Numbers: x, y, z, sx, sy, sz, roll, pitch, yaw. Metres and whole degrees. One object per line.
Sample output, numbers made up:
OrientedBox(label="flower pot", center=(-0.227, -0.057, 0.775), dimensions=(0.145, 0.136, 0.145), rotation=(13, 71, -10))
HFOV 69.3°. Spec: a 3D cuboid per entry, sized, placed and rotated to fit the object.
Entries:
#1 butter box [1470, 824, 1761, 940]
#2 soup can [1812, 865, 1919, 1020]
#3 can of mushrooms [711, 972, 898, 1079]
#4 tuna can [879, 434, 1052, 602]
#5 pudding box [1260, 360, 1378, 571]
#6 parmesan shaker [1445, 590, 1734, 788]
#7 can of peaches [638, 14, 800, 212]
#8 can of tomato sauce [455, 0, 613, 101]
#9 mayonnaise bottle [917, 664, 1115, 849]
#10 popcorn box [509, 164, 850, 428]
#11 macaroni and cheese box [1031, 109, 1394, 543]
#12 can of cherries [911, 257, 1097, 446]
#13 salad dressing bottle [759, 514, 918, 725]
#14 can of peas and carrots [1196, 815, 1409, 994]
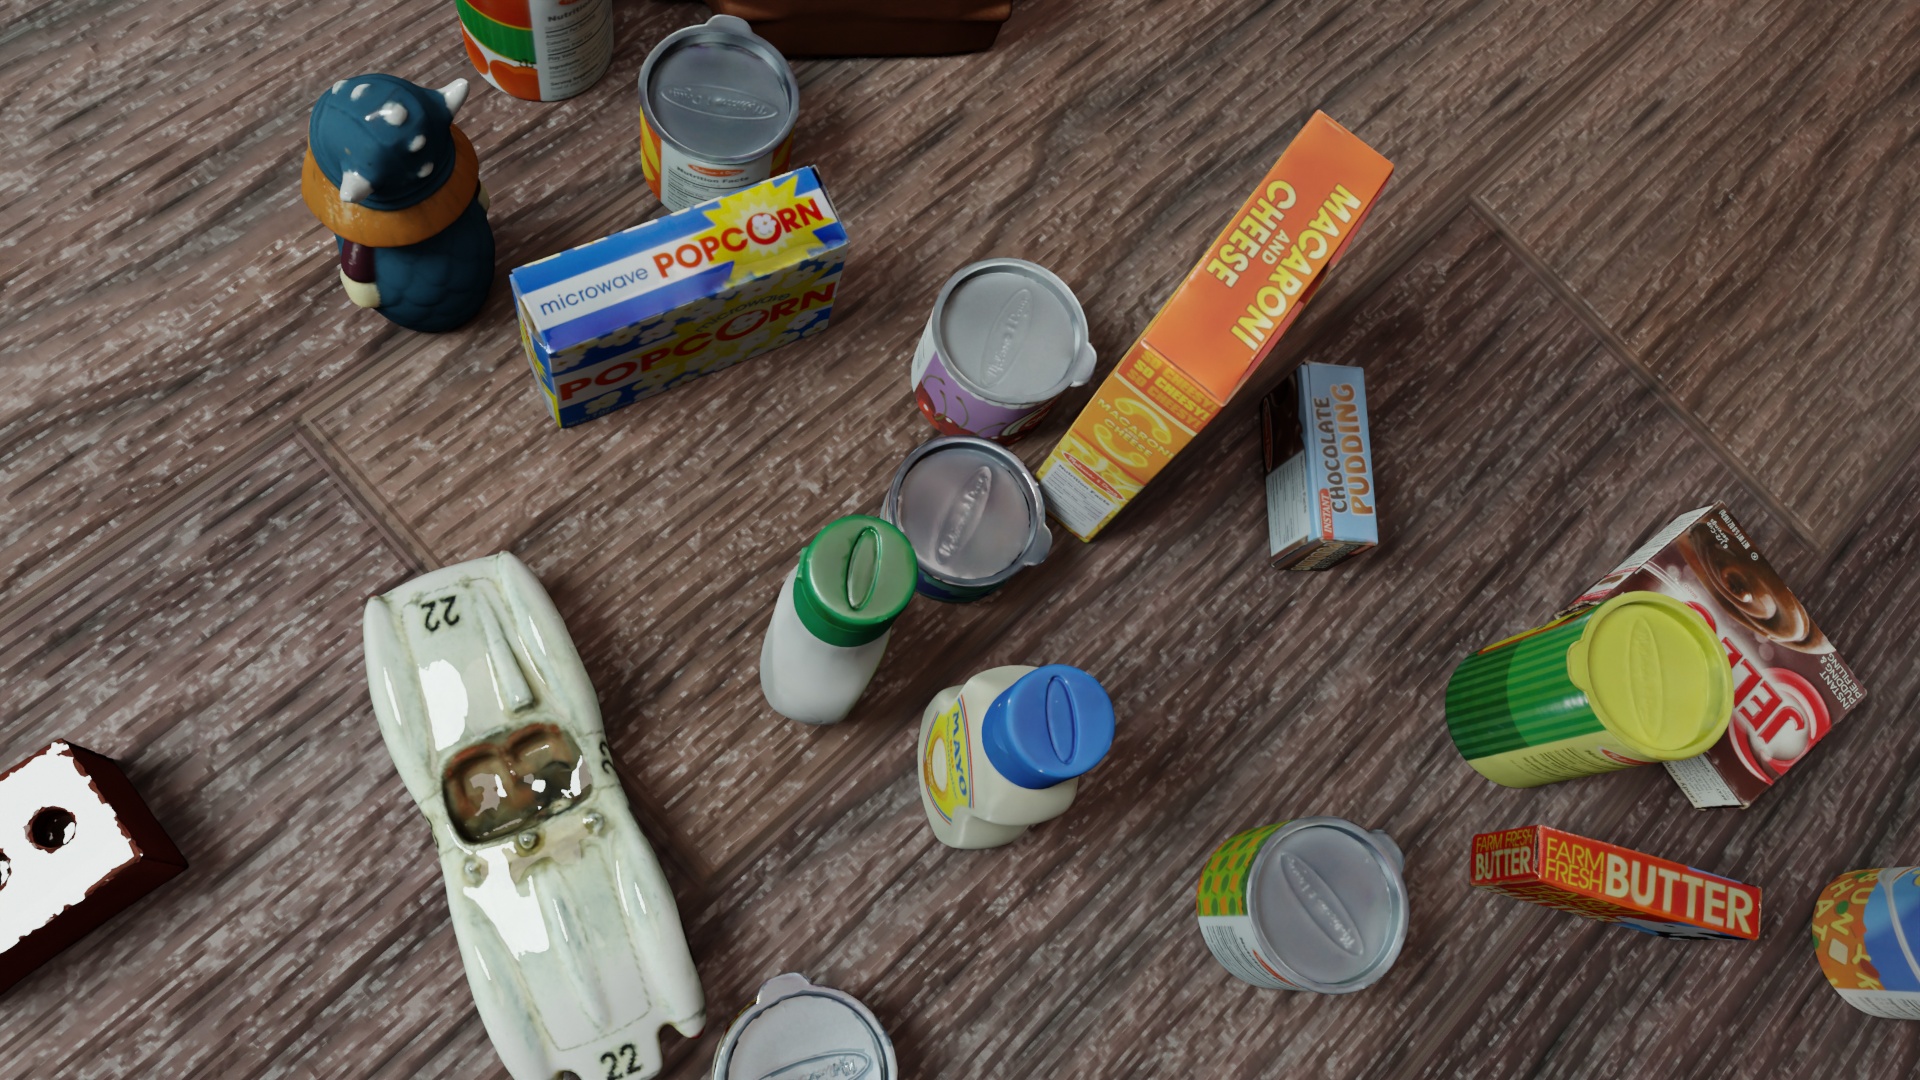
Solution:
OrientedBox(label="butter box", center=(0.275, 0.146, 0.587), dimensions=(0.103, 0.053, 0.024), rotation=(16, 71, -7))
OrientedBox(label="soup can", center=(0.425, 0.170, 0.596), dimensions=(0.071, 0.083, 0.071), rotation=(3, 73, -11))
OrientedBox(label="can of mushrooms", center=(-0.058, 0.195, 0.511), dimensions=(0.071, 0.033, 0.071), rotation=(3, 73, -11))
OrientedBox(label="tuna can", center=(0.002, -0.007, 0.585), dimensions=(0.071, 0.032, 0.071), rotation=(3, 73, -11))
OrientedBox(label="pudding box", center=(0.158, -0.032, 0.617), dimensions=(0.030, 0.049, 0.084), rotation=(3, 73, -11))
OrientedBox(label="parmesan shaker", center=(0.255, 0.065, 0.581), dimensions=(0.071, 0.102, 0.071), rotation=(3, 73, -11))
OrientedBox(label="can of peaches", center=(-0.105, -0.180, 0.601), dimensions=(0.071, 0.058, 0.071), rotation=(3, 73, -11))
OrientedBox(label="can of tomato sauce", center=(-0.183, -0.239, 0.589), dimensions=(0.071, 0.083, 0.071), rotation=(3, 73, -11))
OrientedBox(label="mayonnaise bottle", center=(0.017, 0.075, 0.503), dimensions=(0.041, 0.147, 0.065), rotation=(-3, 75, -13))
OrientedBox(label="popcorn box", center=(-0.112, -0.096, 0.560), dimensions=(0.127, 0.085, 0.038), rotation=(-25, 80, -18))
OrientedBox(label="macaroni and cheese box", center=(0.093, -0.077, 0.555), dimensions=(0.040, 0.166, 0.124), rotation=(38, 70, 1))
OrientedBox(label="can of cherries", center=(0.017, -0.077, 0.596), dimensions=(0.071, 0.058, 0.071), rotation=(3, 73, -11))
OrientedBox(label="salad dressing bottle", center=(-0.046, 0.029, 0.503), dimensions=(0.044, 0.147, 0.064), rotation=(13, 72, -8))
OrientedBox(label="can of peas and carrots", center=(0.136, 0.144, 0.555), dimensions=(0.071, 0.058, 0.071), rotation=(3, 73, -11))
